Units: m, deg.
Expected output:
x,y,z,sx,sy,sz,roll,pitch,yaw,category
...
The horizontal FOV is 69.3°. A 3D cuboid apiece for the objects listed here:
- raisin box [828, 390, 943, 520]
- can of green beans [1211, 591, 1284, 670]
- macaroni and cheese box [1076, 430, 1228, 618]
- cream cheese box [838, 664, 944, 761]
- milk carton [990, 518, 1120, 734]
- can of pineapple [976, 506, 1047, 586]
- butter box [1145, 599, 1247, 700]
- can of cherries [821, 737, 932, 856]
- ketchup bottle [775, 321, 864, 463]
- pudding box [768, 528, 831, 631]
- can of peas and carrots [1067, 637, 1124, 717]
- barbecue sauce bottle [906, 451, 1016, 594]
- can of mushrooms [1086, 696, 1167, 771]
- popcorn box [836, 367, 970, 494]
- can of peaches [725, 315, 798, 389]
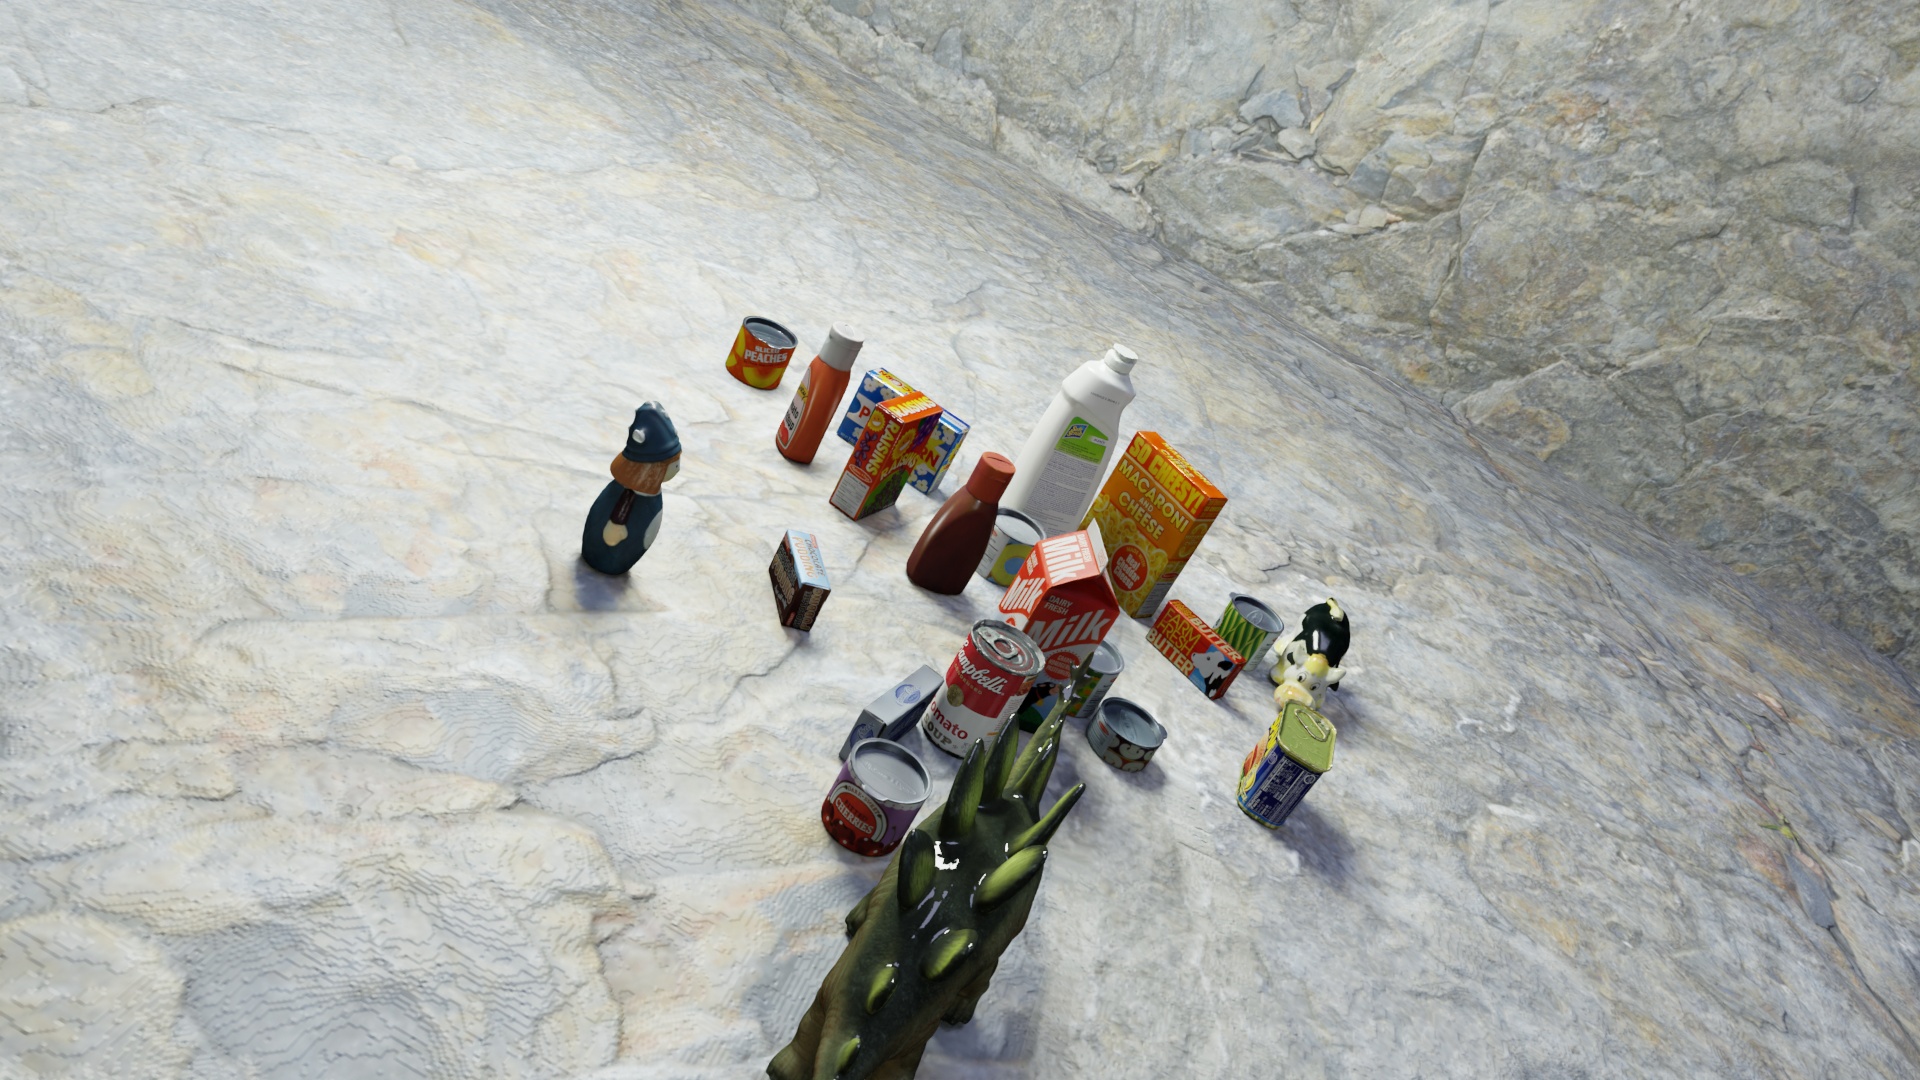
x,y,z,sx,sy,sz,roll,pitch,yaw,category
-0.075,-0.087,1.417,0.040,0.122,0.086,37,28,15,raisin box
0.316,0.102,1.542,0.071,0.057,0.071,23,27,-13,can of green beans
0.201,-0.018,1.518,0.040,0.165,0.124,-1,39,-45,macaroni and cheese box
-0.055,0.142,1.118,0.024,0.053,0.104,36,27,13,cream cheese box
0.078,0.072,1.216,0.073,0.189,0.073,20,28,-18,milk carton
0.050,0.007,1.448,0.071,0.057,0.071,23,27,-13,can of pineapple
0.246,0.114,1.460,0.024,0.053,0.104,-6,44,-50,butter box
-0.064,0.190,1.021,0.071,0.058,0.072,23,27,-13,can of cherries
-0.144,-0.155,1.438,0.043,0.148,0.065,16,29,-25,ketchup bottle
-0.142,0.034,1.224,0.030,0.049,0.084,15,30,-27,pudding box
0.110,0.122,1.306,0.071,0.058,0.071,23,27,-13,can of peas and carrots
0.005,-0.017,1.345,0.065,0.148,0.044,17,29,-24,barbecue sauce bottle
0.153,0.179,1.278,0.071,0.033,0.071,23,27,-13,can of mushrooms
-0.063,-0.121,1.530,0.127,0.085,0.038,34,27,10,popcorn box
-0.223,-0.209,1.556,0.071,0.057,0.071,23,27,-13,can of peaches
